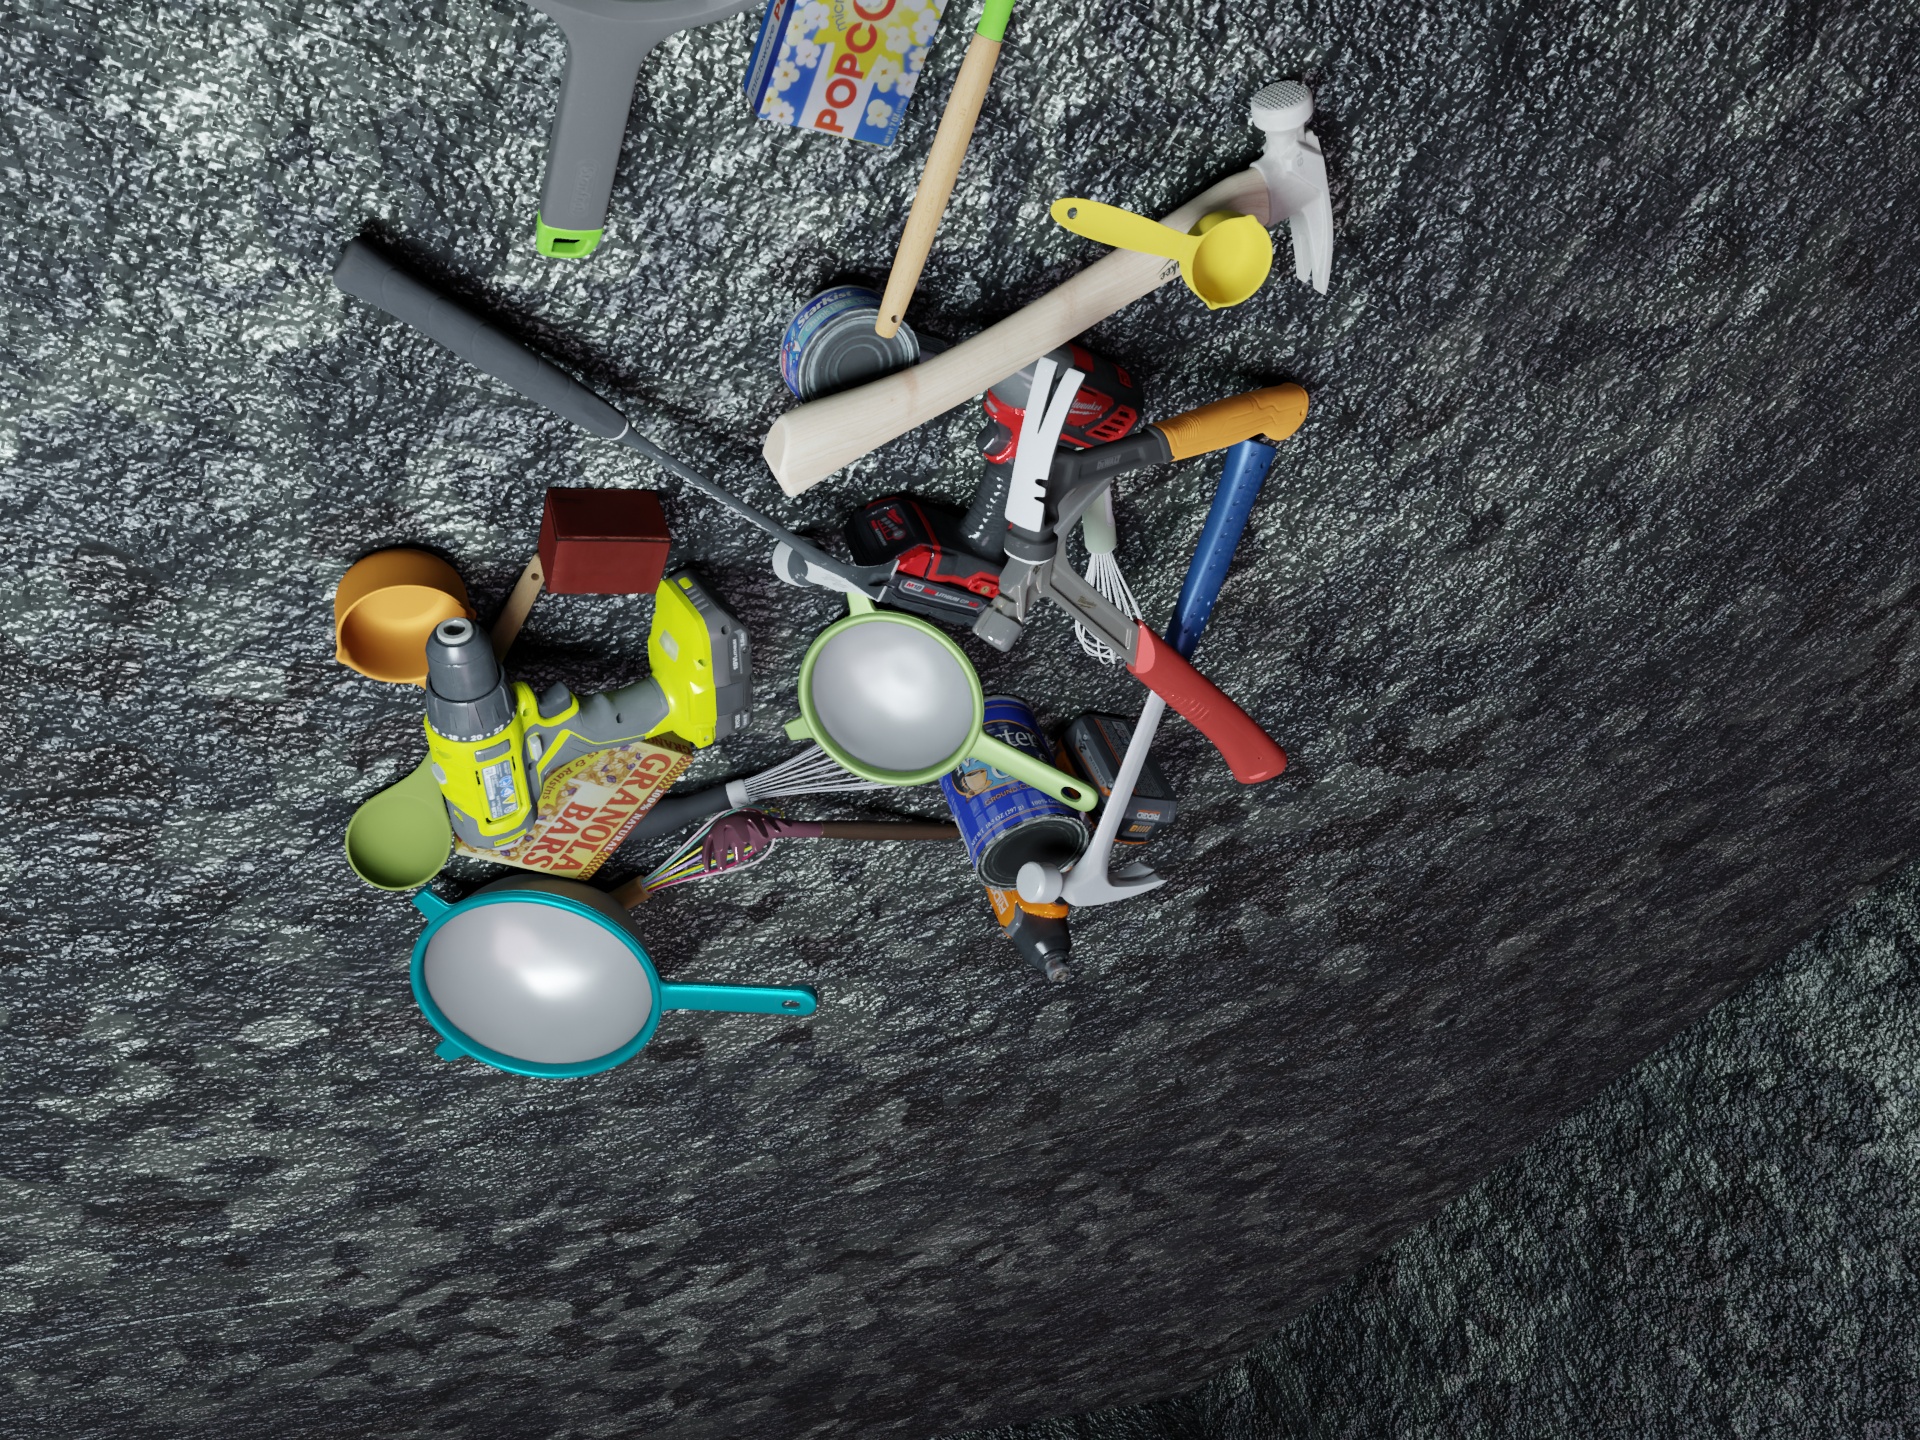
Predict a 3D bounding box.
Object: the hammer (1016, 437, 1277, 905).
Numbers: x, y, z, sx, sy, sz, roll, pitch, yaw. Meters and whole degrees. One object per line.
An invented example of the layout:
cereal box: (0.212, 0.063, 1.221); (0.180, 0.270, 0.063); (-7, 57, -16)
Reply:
hammer: (0.169, -0.032, 1.289); (0.144, 0.035, 0.405); (7, 109, -40)

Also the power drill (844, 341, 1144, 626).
power drill: (0.018, -0.179, 1.136); (0.143, 0.079, 0.219); (14, 127, -40)

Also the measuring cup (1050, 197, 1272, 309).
measuring cup: (0.121, -0.300, 0.984); (0.156, 0.029, 0.062); (9, 120, -24)

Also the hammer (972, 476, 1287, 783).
hammer: (0.159, -0.049, 1.223); (0.358, 0.037, 0.149); (34, 91, -43)

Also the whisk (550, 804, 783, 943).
whisk: (-0.260, 0.137, 1.402); (0.245, 0.047, 0.051); (-28, 144, 12)

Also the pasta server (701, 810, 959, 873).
pasta server: (-0.104, 0.103, 1.398); (0.060, 0.040, 0.316); (-37, 154, 32)

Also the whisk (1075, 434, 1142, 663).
whisk: (0.113, -0.134, 1.264); (0.059, 0.058, 0.246); (4, 140, 14)

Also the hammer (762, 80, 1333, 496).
hammer: (0.062, -0.251, 1.026); (0.410, 0.038, 0.146); (-31, 136, -7)

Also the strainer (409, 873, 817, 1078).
strainer: (-0.291, 0.207, 1.371); (0.340, 0.095, 0.210); (4, 124, -2)

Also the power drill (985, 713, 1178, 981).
power drill: (0.104, 0.124, 1.477); (0.084, 0.164, 0.226); (8, 131, -34)

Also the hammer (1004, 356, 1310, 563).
hammer: (0.150, -0.203, 1.096); (0.337, 0.034, 0.127); (-24, 133, -46)

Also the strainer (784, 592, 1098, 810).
strainer: (-0.002, -0.004, 1.271); (0.256, 0.069, 0.151); (27, 119, -1)

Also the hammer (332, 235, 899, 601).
hammer: (-0.205, -0.176, 1.001); (0.408, 0.149, 0.036); (30, 84, -40)

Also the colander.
colander: (-0.174, -0.388, 0.783); (0.204, 0.095, 0.397); (-4, 157, -24)

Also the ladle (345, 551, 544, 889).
ladle: (-0.370, 0.005, 1.172); (0.078, 0.062, 0.320); (22, 123, -24)

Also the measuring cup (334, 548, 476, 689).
measuring cup: (-0.370, -0.049, 1.105); (0.095, 0.052, 0.173); (-20, 142, -5)

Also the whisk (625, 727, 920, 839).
whisk: (-0.157, 0.052, 1.346); (0.284, 0.070, 0.070); (-17, 143, 0)

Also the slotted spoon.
slotted spoon: (0.005, -0.363, 0.902); (0.070, 0.031, 0.313); (3, 126, -30)

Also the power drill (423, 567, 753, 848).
power drill: (-0.265, -0.022, 1.123); (0.228, 0.080, 0.190); (-24, 142, -26)
